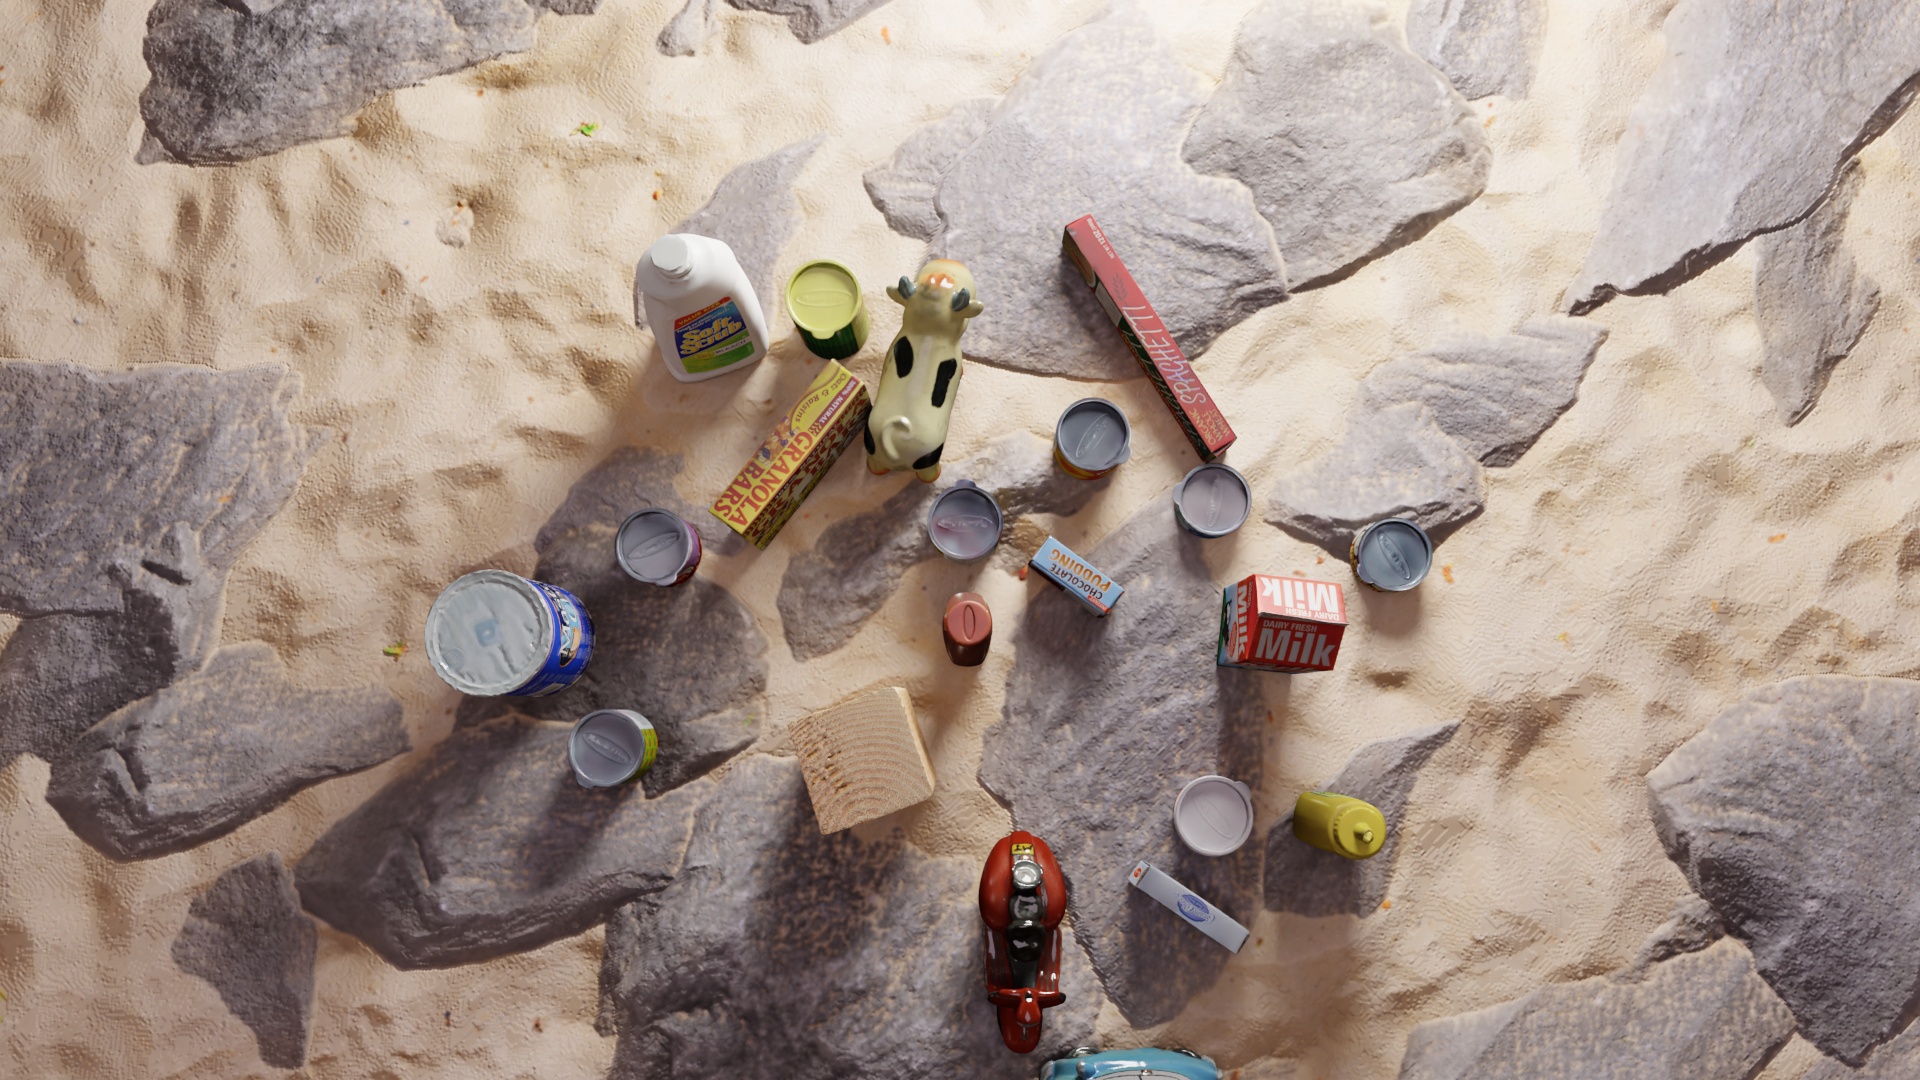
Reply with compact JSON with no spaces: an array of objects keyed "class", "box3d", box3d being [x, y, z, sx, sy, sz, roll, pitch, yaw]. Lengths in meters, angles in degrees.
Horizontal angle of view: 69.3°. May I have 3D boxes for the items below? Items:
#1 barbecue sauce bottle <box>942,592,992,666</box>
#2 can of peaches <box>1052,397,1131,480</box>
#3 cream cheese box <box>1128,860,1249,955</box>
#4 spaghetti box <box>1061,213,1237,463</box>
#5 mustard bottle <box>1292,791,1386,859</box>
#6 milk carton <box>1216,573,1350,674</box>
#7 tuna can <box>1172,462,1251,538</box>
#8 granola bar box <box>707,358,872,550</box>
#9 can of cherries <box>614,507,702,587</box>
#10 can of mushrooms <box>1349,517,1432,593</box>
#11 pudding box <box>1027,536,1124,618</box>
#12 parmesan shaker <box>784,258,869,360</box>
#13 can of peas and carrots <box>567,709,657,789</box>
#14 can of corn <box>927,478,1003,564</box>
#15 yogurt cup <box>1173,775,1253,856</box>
[{"class":"barbecue sauce bottle","box3d":[0.006,0.074,1.181,0.044,0.148,0.065,0,83,0]},{"class":"can of peaches","box3d":[0.119,-0.089,1.247,0.071,0.058,0.071,0,83,0]},{"class":"cream cheese box","box3d":[0.196,0.315,1.198,0.104,0.053,0.024,33,85,4]},{"class":"spaghetti box","box3d":[0.170,-0.182,1.263,0.029,0.050,0.250,-32,84,-3]},{"class":"mustard bottle","box3d":[0.321,0.238,1.154,0.065,0.160,0.049,10,84,1]},{"class":"milk carton","box3d":[0.267,0.071,1.160,0.072,0.190,0.073,7,83,1]},{"class":"tuna can","box3d":[0.224,-0.035,1.253,0.071,0.033,0.071,0,83,0]},{"class":"granola bar box","box3d":[-0.143,-0.071,1.212,0.039,0.124,0.165,38,85,4]},{"class":"can of cherries","box3d":[-0.267,0.010,1.234,0.071,0.058,0.071,0,83,0]},{"class":"can of mushrooms","box3d":[0.384,0.015,1.246,0.071,0.033,0.071,0,83,0]},{"class":"pudding box","box3d":[0.102,0.033,1.236,0.084,0.049,0.030,36,85,4]},{"class":"parmesan shaker","box3d":[-0.118,-0.201,1.239,0.071,0.103,0.071,0,83,0]},{"class":"can of peas and carrots","box3d":[-0.304,0.183,1.212,0.071,0.058,0.071,0,83,0]},{"class":"can of corn","box3d":[0.004,-0.016,1.238,0.071,0.058,0.071,0,83,0]},{"class":"yogurt cup","box3d":[0.216,0.238,1.208,0.072,0.054,0.072,0,83,0]}]
